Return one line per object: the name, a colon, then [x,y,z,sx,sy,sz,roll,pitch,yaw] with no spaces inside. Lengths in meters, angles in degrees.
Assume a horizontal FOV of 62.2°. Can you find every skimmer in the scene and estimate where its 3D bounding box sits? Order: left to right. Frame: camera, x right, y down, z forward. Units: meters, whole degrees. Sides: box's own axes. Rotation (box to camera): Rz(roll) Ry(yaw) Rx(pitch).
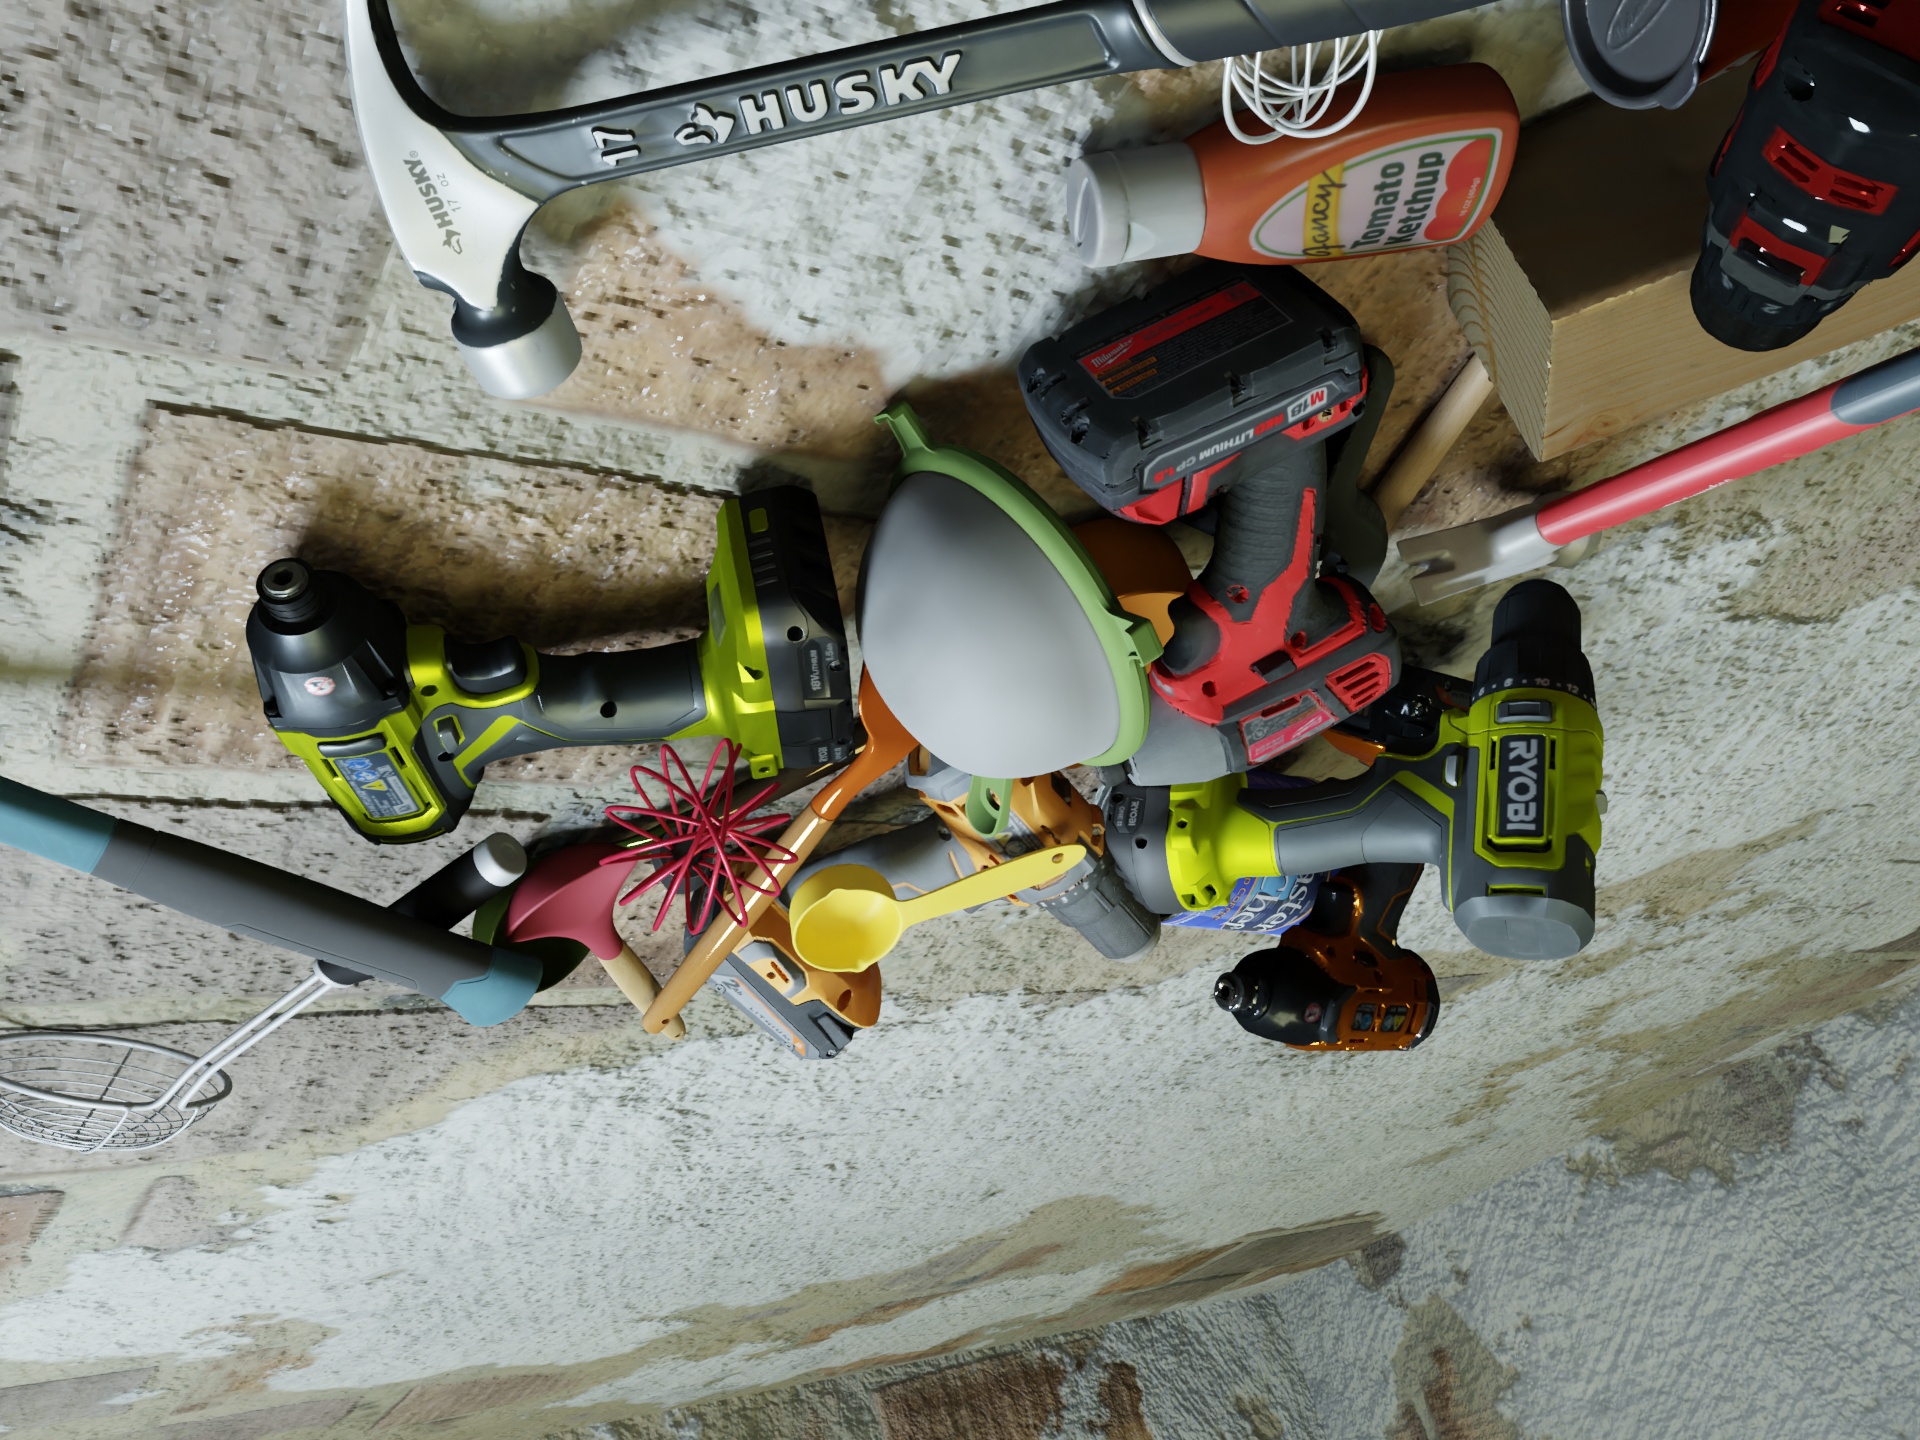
skimmer: [-0.345,0.120,0.770,0.363,0.090,0.127,-32,154,24]

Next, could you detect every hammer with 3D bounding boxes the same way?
hammer: [-0.325,0.055,0.629,0.330,0.033,0.128,27,127,-28]
hammer: [0.034,-0.191,0.431,0.409,0.036,0.149,-11,142,5]
hammer: [0.359,-0.128,0.634,0.143,0.038,0.386,-16,175,-38]

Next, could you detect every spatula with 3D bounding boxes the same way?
spatula: [-0.083,0.053,0.794,0.081,0.041,0.322,8,133,-43]

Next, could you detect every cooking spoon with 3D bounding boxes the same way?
cooking spoon: [0.191,-0.076,0.805,0.068,0.017,0.318,-4,149,-20]

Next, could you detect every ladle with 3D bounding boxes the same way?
ladle: [-0.175,0.125,0.827,0.069,0.031,0.315,-33,159,-13]
ladle: [-0.112,0.052,0.821,0.320,0.062,0.078,-26,148,10]

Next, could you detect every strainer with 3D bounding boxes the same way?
strainer: [-0.001,-0.002,0.675,0.069,0.152,0.256,-36,156,-21]

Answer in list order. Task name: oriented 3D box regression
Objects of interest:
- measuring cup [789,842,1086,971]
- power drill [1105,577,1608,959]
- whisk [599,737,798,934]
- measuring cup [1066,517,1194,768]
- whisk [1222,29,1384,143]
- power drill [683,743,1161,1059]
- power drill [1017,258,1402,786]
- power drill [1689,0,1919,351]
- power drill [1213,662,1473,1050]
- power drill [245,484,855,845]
measuring cup: [-0.013,0.084,0.816,0.156,0.029,0.062,-18,130,-7]
power drill: [0.200,0.018,0.793,0.228,0.191,0.080,-2,149,26]
whisk: [-0.113,0.054,0.658,0.073,0.073,0.296,-11,175,-13]
measuring cup: [0.062,-0.034,0.774,0.095,0.052,0.173,-12,154,-12]
whisk: [0.093,-0.256,0.412,0.059,0.058,0.246,-38,150,-17]
power drill: [-0.016,0.105,0.885,0.226,0.084,0.185,-31,121,21]
power drill: [0.101,-0.063,0.644,0.143,0.079,0.219,-27,136,-5]
power drill: [0.288,-0.214,0.444,0.226,0.080,0.187,-56,165,3]
power drill: [0.224,0.079,0.897,0.164,0.084,0.226,9,98,-39]
power drill: [-0.160,-0.022,0.645,0.223,0.080,0.171,-10,151,-7]
